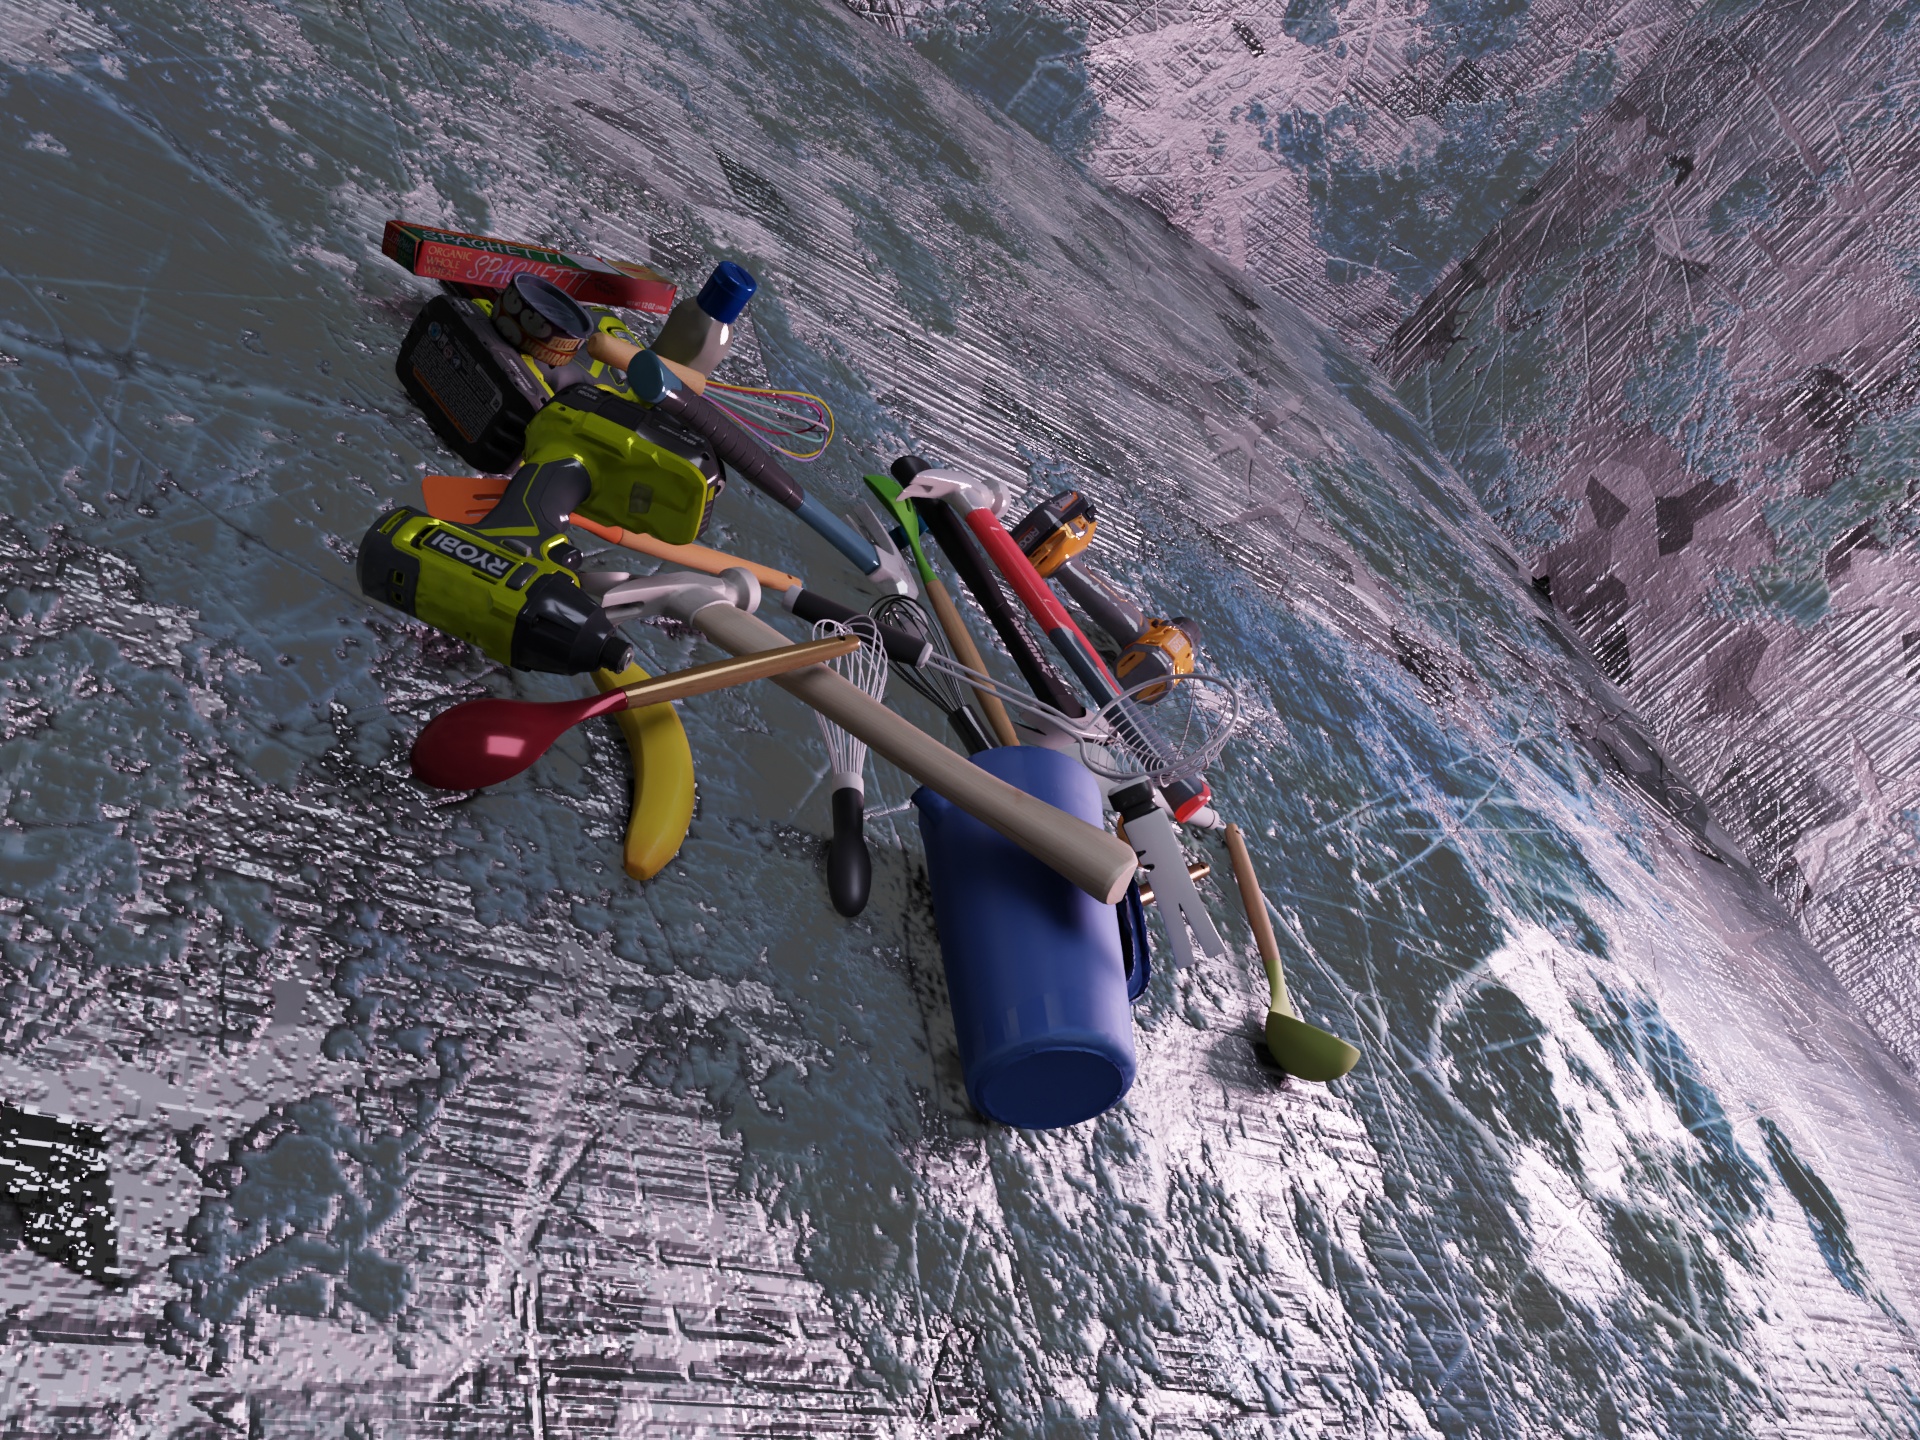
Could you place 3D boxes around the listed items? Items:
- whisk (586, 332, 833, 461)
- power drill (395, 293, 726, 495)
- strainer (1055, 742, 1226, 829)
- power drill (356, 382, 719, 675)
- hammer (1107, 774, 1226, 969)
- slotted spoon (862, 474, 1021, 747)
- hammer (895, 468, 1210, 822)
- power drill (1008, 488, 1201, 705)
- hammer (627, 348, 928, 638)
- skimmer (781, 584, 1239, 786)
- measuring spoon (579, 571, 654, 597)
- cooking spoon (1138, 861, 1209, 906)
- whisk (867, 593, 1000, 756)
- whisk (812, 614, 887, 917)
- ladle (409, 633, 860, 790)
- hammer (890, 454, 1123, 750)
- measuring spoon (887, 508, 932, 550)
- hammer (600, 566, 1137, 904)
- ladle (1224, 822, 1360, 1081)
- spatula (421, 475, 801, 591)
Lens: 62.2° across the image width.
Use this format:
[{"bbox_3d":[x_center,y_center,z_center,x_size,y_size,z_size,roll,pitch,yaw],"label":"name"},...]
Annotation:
[{"bbox_3d":[-0.194,-0.266,1.281,0.244,0.047,0.051,14,43,-47],"label":"whisk"},{"bbox_3d":[-0.294,-0.243,1.220,0.191,0.080,0.228,50,26,14],"label":"power drill"},{"bbox_3d":[0.156,0.062,1.408,0.258,0.050,0.087,20,20,-41],"label":"strainer"},{"bbox_3d":[-0.253,-0.119,1.031,0.171,0.080,0.223,24,42,3],"label":"power drill"},{"bbox_3d":[0.144,0.103,1.190,0.337,0.034,0.127,23,45,-86],"label":"hammer"},{"bbox_3d":[-0.014,-0.099,1.403,0.314,0.031,0.070,65,5,25],"label":"slotted spoon"},{"bbox_3d":[0.087,-0.071,1.402,0.143,0.038,0.387,-5,55,-55],"label":"hammer"},{"bbox_3d":[0.157,-0.129,1.632,0.226,0.084,0.185,48,28,2],"label":"power drill"},{"bbox_3d":[-0.143,-0.188,1.293,0.330,0.033,0.128,38,24,-43],"label":"hammer"},{"bbox_3d":[0.034,-0.047,1.240,0.363,0.090,0.127,24,45,4],"label":"skimmer"},{"bbox_3d":[-0.227,-0.096,1.159,0.124,0.034,0.018,-1,89,-59],"label":"measuring spoon"},{"bbox_3d":[0.125,0.148,1.266,0.069,0.017,0.319,52,30,17],"label":"cooking spoon"},{"bbox_3d":[-0.003,-0.004,1.292,0.055,0.055,0.239,-9,61,-56],"label":"whisk"},{"bbox_3d":[-0.081,0.025,1.137,0.070,0.070,0.285,26,37,-28],"label":"whisk"},{"bbox_3d":[-0.187,-0.017,0.986,0.315,0.031,0.069,-17,47,-39],"label":"ladle"},{"bbox_3d":[0.025,-0.111,1.460,0.146,0.035,0.335,-2,56,-53],"label":"hammer"},{"bbox_3d":[-0.049,-0.177,1.508,0.042,0.021,0.128,46,37,2],"label":"measuring spoon"},{"bbox_3d":[-0.063,0.005,1.061,0.411,0.038,0.146,32,27,26],"label":"hammer"},{"bbox_3d":[0.270,0.184,1.364,0.078,0.062,0.320,30,28,-22],"label":"ladle"},{"bbox_3d":[-0.242,-0.127,1.182,0.322,0.041,0.081,13,39,-49],"label":"spatula"}]
